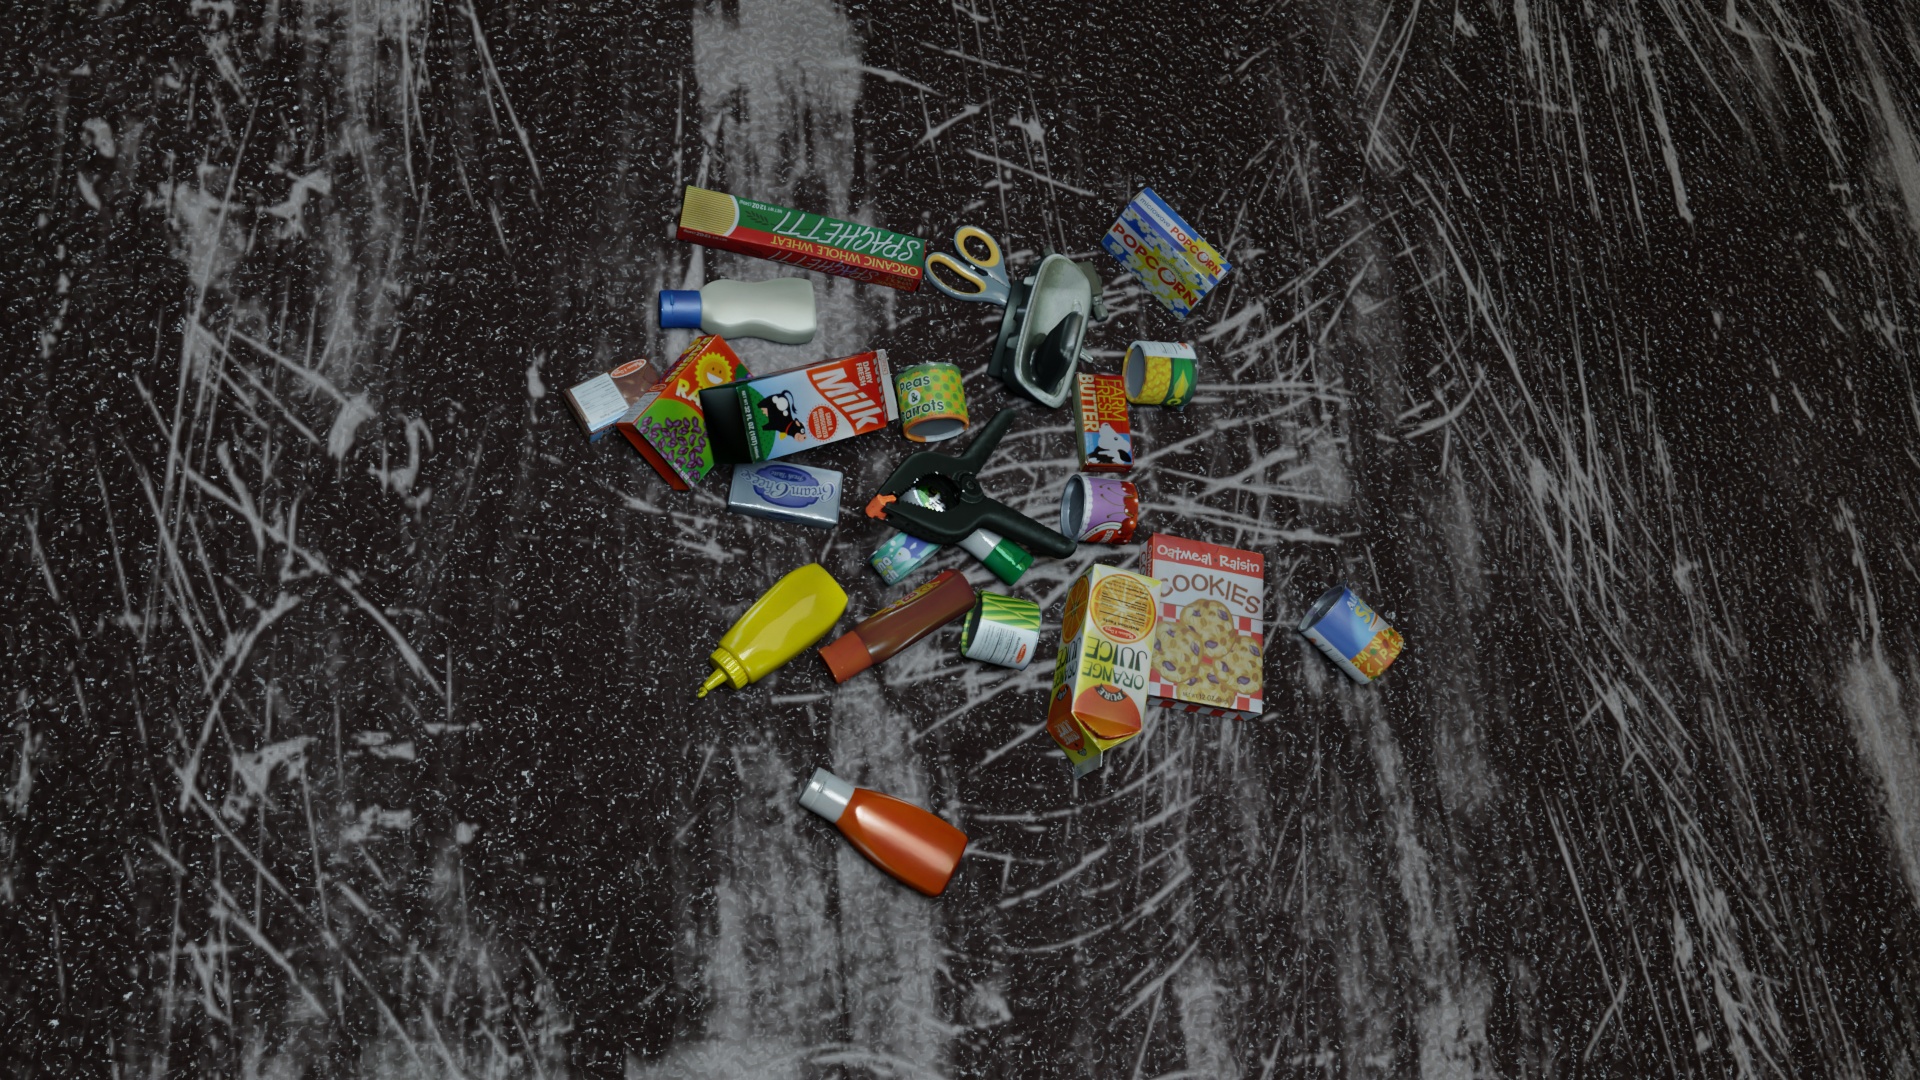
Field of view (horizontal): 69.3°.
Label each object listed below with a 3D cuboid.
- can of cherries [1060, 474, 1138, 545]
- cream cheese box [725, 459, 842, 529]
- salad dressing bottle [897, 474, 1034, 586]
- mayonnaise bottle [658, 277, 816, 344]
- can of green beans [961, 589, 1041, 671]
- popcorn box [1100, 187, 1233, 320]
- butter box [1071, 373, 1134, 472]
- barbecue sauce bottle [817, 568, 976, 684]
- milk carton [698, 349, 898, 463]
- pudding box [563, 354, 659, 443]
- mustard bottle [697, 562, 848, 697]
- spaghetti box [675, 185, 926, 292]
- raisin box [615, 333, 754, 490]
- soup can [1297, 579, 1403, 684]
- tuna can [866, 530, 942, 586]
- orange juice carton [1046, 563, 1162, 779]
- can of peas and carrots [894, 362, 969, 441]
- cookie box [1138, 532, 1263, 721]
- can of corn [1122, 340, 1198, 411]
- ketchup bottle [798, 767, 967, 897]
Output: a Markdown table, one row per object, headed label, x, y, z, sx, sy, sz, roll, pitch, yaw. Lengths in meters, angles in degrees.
| label | x | y | z | sx | sy | sz | roll | pitch | yaw |
| --- | --- | --- | --- | --- | --- | --- | --- | --- | --- |
| can of cherries | 0.137 | -0.027 | 1.373 | 0.058 | 0.071 | 0.071 | 6 | 70 | -17 |
| cream cheese box | -0.165 | -0.046 | 1.307 | 0.104 | 0.024 | 0.053 | 10 | 69 | -14 |
| salad dressing bottle | 0.005 | -0.017 | 1.339 | 0.147 | 0.043 | 0.064 | 41 | 57 | -1 |
| mayonnaise bottle | -0.216 | -0.223 | 1.345 | 0.148 | 0.041 | 0.065 | -2 | 71 | -17 |
| can of green beans | 0.038 | 0.084 | 1.302 | 0.058 | 0.071 | 0.071 | 15 | 68 | -12 |
| popcorn box | 0.219 | -0.306 | 1.486 | 0.127 | 0.085 | 0.038 | 44 | 66 | 0 |
| butter box | 0.146 | -0.122 | 1.431 | 0.053 | 0.024 | 0.104 | 1 | 71 | -16 |
| barbecue sauce bottle | -0.059 | 0.080 | 1.278 | 0.149 | 0.064 | 0.043 | -31 | 91 | -15 |
| milk carton | -0.139 | -0.127 | 1.294 | 0.191 | 0.073 | 0.072 | -19 | 103 | -37 |
| pudding box | -0.318 | -0.131 | 1.286 | 0.084 | 0.030 | 0.050 | -30 | 82 | -24 |
| mustard bottle | -0.176 | 0.087 | 1.244 | 0.161 | 0.048 | 0.065 | -40 | 86 | -24 |
| spaghetti box | -0.157 | -0.302 | 1.398 | 0.250 | 0.028 | 0.050 | 10 | 70 | -14 |
| raisin box | -0.244 | -0.119 | 1.282 | 0.086 | 0.040 | 0.124 | 51 | 62 | -28 |
| soup can | 0.399 | 0.093 | 1.411 | 0.084 | 0.071 | 0.071 | 42 | 65 | -1 |
| tuna can | -0.053 | 0.012 | 1.298 | 0.071 | 0.071 | 0.033 | -36 | 86 | -25 |
| orange juice carton | 0.134 | 0.127 | 1.314 | 0.073 | 0.071 | 0.193 | 16 | 67 | -12 |
| can of peas and carrots | -0.029 | -0.135 | 1.356 | 0.071 | 0.070 | 0.059 | -4 | 73 | -19 |
| cookie box | 0.238 | 0.085 | 1.379 | 0.123 | 0.040 | 0.168 | 11 | 68 | -14 |
| can of corn | 0.207 | -0.171 | 1.447 | 0.058 | 0.071 | 0.071 | 2 | 71 | -16 |
| ketchup bottle | -0.070 | 0.251 | 1.221 | 0.149 | 0.043 | 0.065 | 31 | 64 | -5 |
